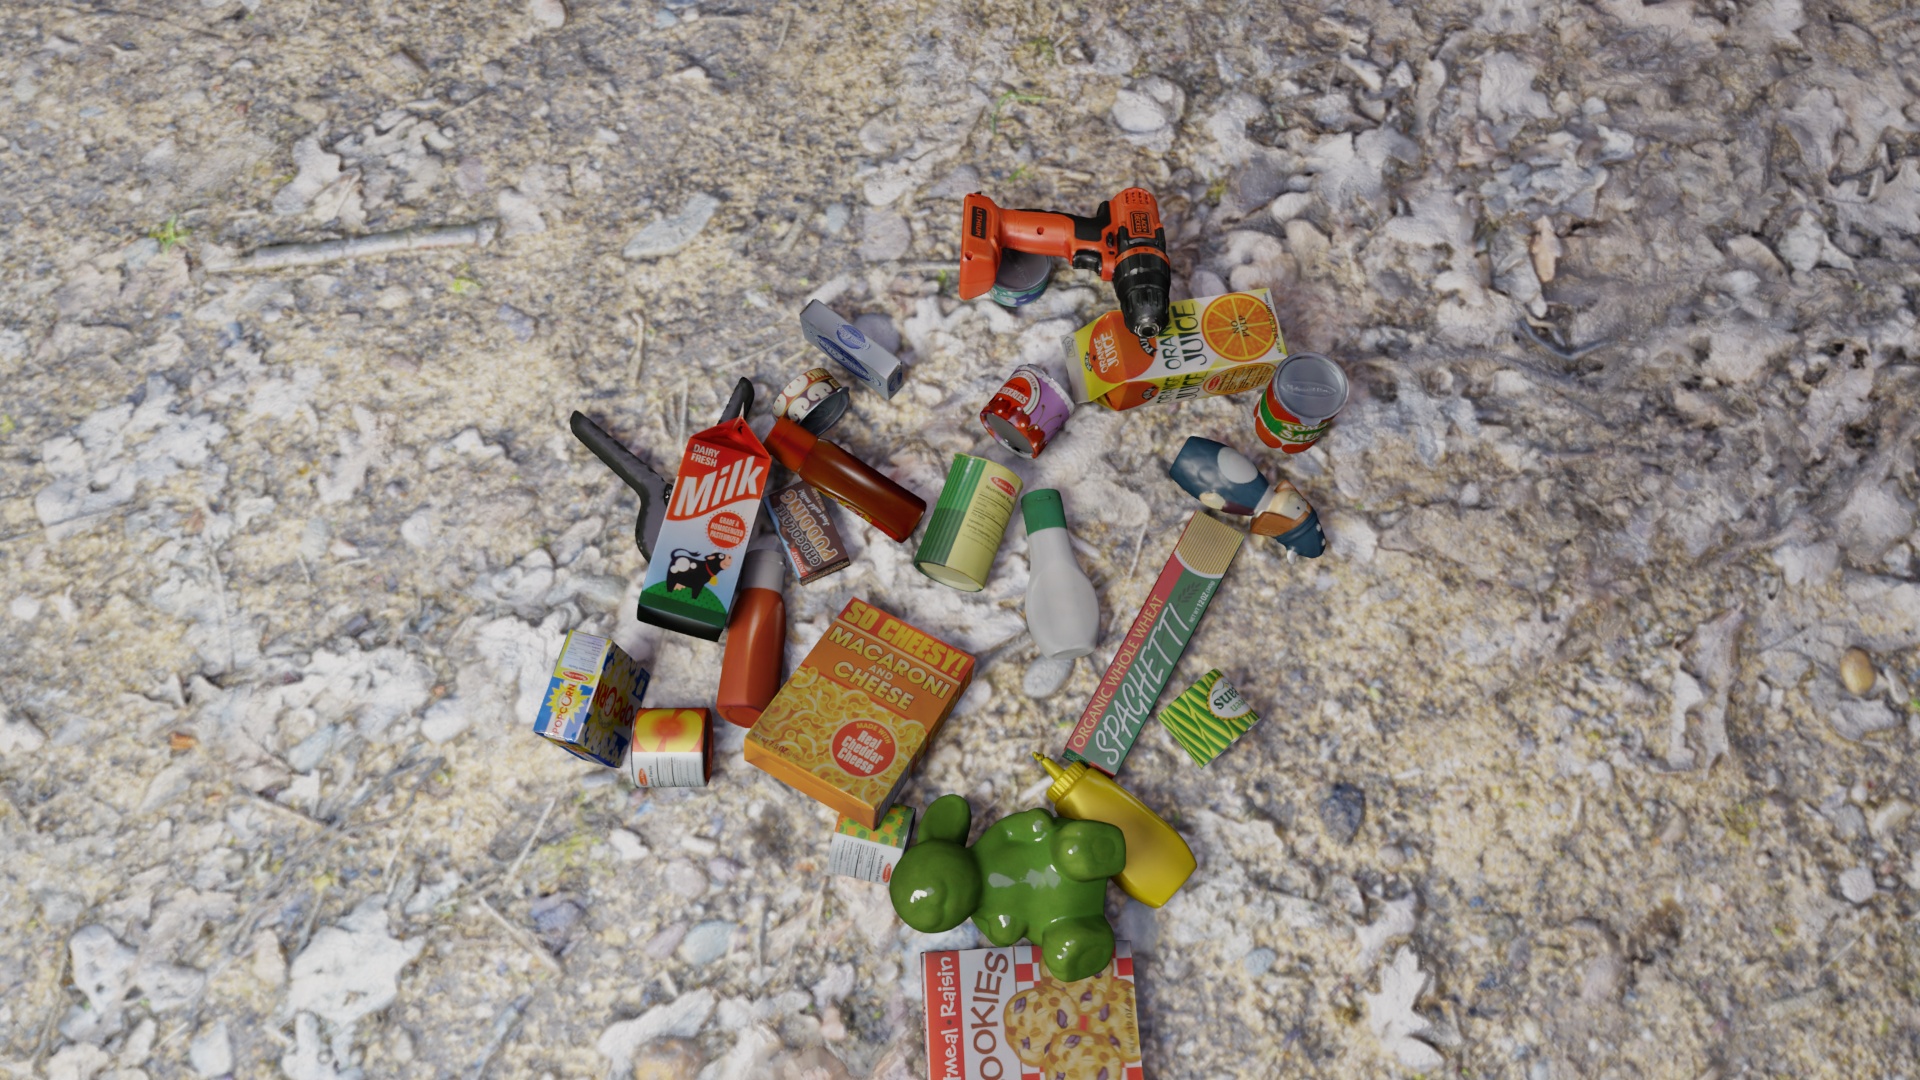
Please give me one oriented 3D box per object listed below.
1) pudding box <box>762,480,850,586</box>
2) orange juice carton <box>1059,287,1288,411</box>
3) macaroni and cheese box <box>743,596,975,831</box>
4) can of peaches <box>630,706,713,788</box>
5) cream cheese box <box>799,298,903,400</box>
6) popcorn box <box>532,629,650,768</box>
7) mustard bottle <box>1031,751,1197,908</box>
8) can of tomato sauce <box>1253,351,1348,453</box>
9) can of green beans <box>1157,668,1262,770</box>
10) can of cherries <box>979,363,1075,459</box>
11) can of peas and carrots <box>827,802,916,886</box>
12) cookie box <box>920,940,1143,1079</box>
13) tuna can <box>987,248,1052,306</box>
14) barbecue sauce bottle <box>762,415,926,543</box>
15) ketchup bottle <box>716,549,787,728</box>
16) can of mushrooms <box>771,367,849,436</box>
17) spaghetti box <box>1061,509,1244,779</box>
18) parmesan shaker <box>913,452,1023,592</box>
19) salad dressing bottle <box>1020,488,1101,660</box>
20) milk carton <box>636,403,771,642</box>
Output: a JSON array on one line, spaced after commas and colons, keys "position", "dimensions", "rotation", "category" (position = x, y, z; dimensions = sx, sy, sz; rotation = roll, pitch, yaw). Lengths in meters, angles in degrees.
[{"position": [-0.136, -0.008, 1.224], "dimensions": [0.050, 0.030, 0.084], "rotation": [-23, 74, -8], "category": "pudding box"}, {"position": [0.191, -0.170, 1.265], "dimensions": [0.193, 0.073, 0.072], "rotation": [-9, 73, -4], "category": "orange juice carton"}, {"position": [-0.081, 0.138, 1.141], "dimensions": [0.124, 0.040, 0.167], "rotation": [26, 52, 12], "category": "macaroni and cheese box"}, {"position": [-0.236, 0.168, 1.145], "dimensions": [0.058, 0.071, 0.071], "rotation": [0, 72, -2], "category": "can of peaches"}, {"position": [-0.098, -0.174, 1.267], "dimensions": [0.104, 0.053, 0.024], "rotation": [37, 77, 10], "category": "cream cheese box"}, {"position": [-0.295, 0.130, 1.123], "dimensions": [0.038, 0.126, 0.085], "rotation": [14, 72, 7], "category": "popcorn box"}, {"position": [0.120, 0.229, 1.145], "dimensions": [0.065, 0.048, 0.160], "rotation": [-43, 78, -13], "category": "mustard bottle"}, {"position": [0.304, -0.120, 1.247], "dimensions": [0.071, 0.083, 0.071], "rotation": [1, 72, -2], "category": "can of tomato sauce"}, {"position": [0.208, 0.149, 1.164], "dimensions": [0.071, 0.071, 0.058], "rotation": [-37, 77, -12], "category": "can of green beans"}, {"position": [0.058, -0.116, 1.244], "dimensions": [0.071, 0.071, 0.058], "rotation": [37, 76, 10], "category": "can of cherries"}, {"position": [-0.071, 0.242, 1.127], "dimensions": [0.059, 0.070, 0.071], "rotation": [13, 72, 3], "category": "can of peas and carrots"}, {"position": [0.055, 0.384, 1.097], "dimensions": [0.167, 0.040, 0.123], "rotation": [-2, 72, -4], "category": "cookie box"}, {"position": [0.050, -0.255, 1.309], "dimensions": [0.071, 0.032, 0.071], "rotation": [1, 72, -2], "category": "tuna can"}, {"position": [-0.101, -0.054, 1.205], "dimensions": [0.148, 0.065, 0.043], "rotation": [33, 90, -7], "category": "barbecue sauce bottle"}, {"position": [-0.173, 0.081, 1.179], "dimensions": [0.043, 0.064, 0.149], "rotation": [-6, 62, 17], "category": "ketchup bottle"}, {"position": [-0.132, -0.122, 1.241], "dimensions": [0.071, 0.071, 0.033], "rotation": [-39, 76, -13], "category": "can of mushrooms"}, {"position": [0.168, 0.089, 1.203], "dimensions": [0.050, 0.028, 0.251], "rotation": [29, 73, 8], "category": "spaghetti box"}, {"position": [0.004, -0.015, 1.210], "dimensions": [0.071, 0.071, 0.103], "rotation": [20, 73, 5], "category": "parmesan shaker"}, {"position": [0.083, 0.029, 1.213], "dimensions": [0.064, 0.044, 0.148], "rotation": [-9, 71, -3], "category": "salad dressing bottle"}, {"position": [-0.210, -0.019, 1.168], "dimensions": [0.073, 0.072, 0.191], "rotation": [17, 72, -9], "category": "milk carton"}]
